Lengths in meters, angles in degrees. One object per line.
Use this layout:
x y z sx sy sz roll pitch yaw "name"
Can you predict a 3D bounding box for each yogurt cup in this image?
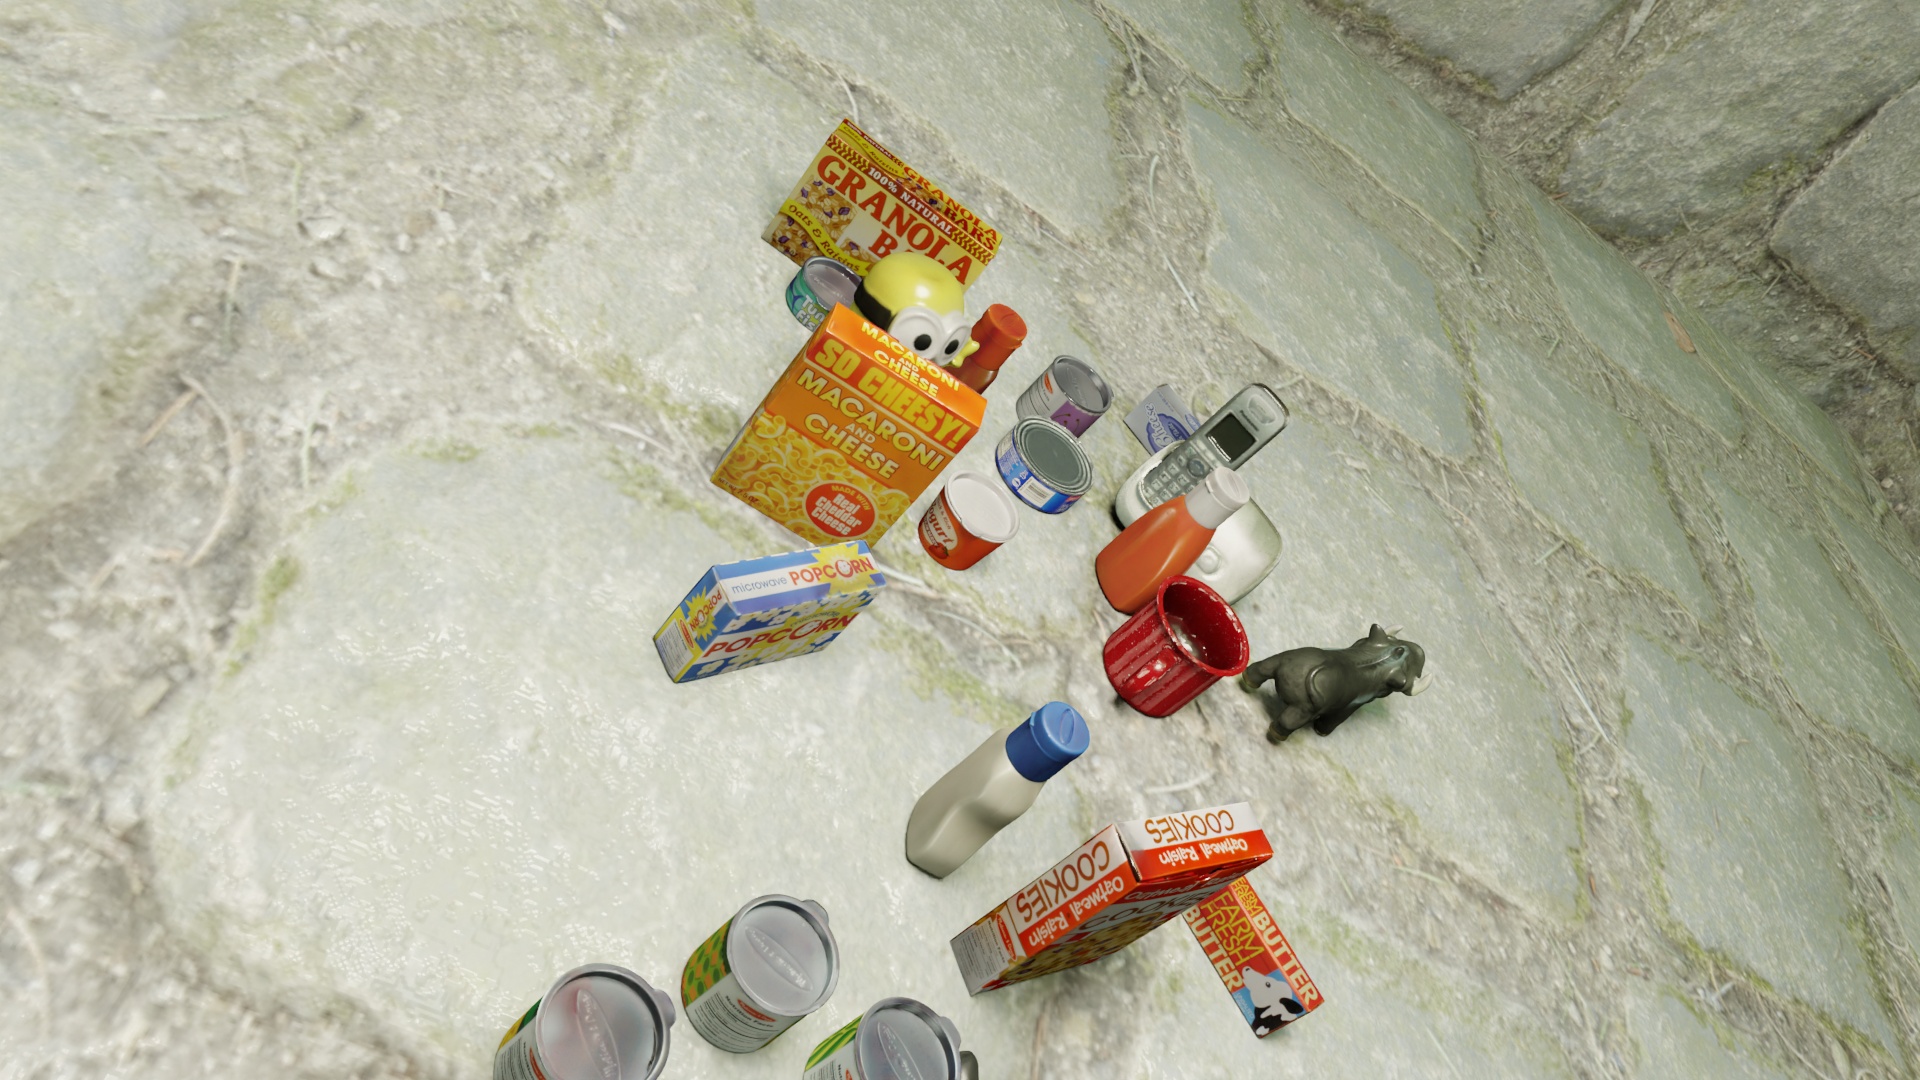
0.004 -0.013 1.073 0.072 0.053 0.073 24 42 -24 "yogurt cup"

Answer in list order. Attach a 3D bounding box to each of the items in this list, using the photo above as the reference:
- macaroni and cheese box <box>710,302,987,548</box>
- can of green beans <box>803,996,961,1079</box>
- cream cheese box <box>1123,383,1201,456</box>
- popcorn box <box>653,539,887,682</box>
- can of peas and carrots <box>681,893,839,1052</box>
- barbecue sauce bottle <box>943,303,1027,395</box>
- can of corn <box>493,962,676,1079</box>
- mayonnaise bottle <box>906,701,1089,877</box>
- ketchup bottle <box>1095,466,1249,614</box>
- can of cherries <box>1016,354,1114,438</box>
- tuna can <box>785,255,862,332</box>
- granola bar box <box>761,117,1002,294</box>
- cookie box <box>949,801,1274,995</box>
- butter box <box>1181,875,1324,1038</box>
-0.079 -0.069 0.959 0.123 0.165 0.040 32 39 -16 "macaroni and cheese box"
-0.043 0.288 0.748 0.071 0.057 0.071 24 42 -24 "can of green beans"
0.208 -0.094 1.333 0.104 0.053 0.024 53 38 11 "cream cheese box"
-0.120 0.044 0.883 0.127 0.085 0.038 -10 63 -47 "popcorn box"
-0.106 0.230 0.743 0.071 0.058 0.071 24 42 -24 "can of peas and carrots"
-0.004 -0.124 1.092 0.043 0.148 0.065 47 38 4 "barbecue sauce bottle"
-0.179 0.244 0.665 0.071 0.058 0.071 24 42 -24 "can of corn"
0.022 0.151 0.860 0.041 0.147 0.065 33 39 -14 "mayonnaise bottle"
0.173 -0.003 1.139 0.043 0.148 0.065 12 48 -35 "ketchup bottle"
0.095 -0.123 1.253 0.071 0.058 0.072 24 42 -24 "can of cherries"
-0.111 -0.202 1.161 0.071 0.032 0.071 24 42 -24 "tuna can"
-0.066 -0.258 1.179 0.165 0.123 0.039 35 39 -12 "granola bar box"
0.091 0.218 0.844 0.123 0.166 0.040 1 55 -42 "cookie box"
0.203 0.289 0.972 0.024 0.053 0.104 -11 63 -47 "butter box"
